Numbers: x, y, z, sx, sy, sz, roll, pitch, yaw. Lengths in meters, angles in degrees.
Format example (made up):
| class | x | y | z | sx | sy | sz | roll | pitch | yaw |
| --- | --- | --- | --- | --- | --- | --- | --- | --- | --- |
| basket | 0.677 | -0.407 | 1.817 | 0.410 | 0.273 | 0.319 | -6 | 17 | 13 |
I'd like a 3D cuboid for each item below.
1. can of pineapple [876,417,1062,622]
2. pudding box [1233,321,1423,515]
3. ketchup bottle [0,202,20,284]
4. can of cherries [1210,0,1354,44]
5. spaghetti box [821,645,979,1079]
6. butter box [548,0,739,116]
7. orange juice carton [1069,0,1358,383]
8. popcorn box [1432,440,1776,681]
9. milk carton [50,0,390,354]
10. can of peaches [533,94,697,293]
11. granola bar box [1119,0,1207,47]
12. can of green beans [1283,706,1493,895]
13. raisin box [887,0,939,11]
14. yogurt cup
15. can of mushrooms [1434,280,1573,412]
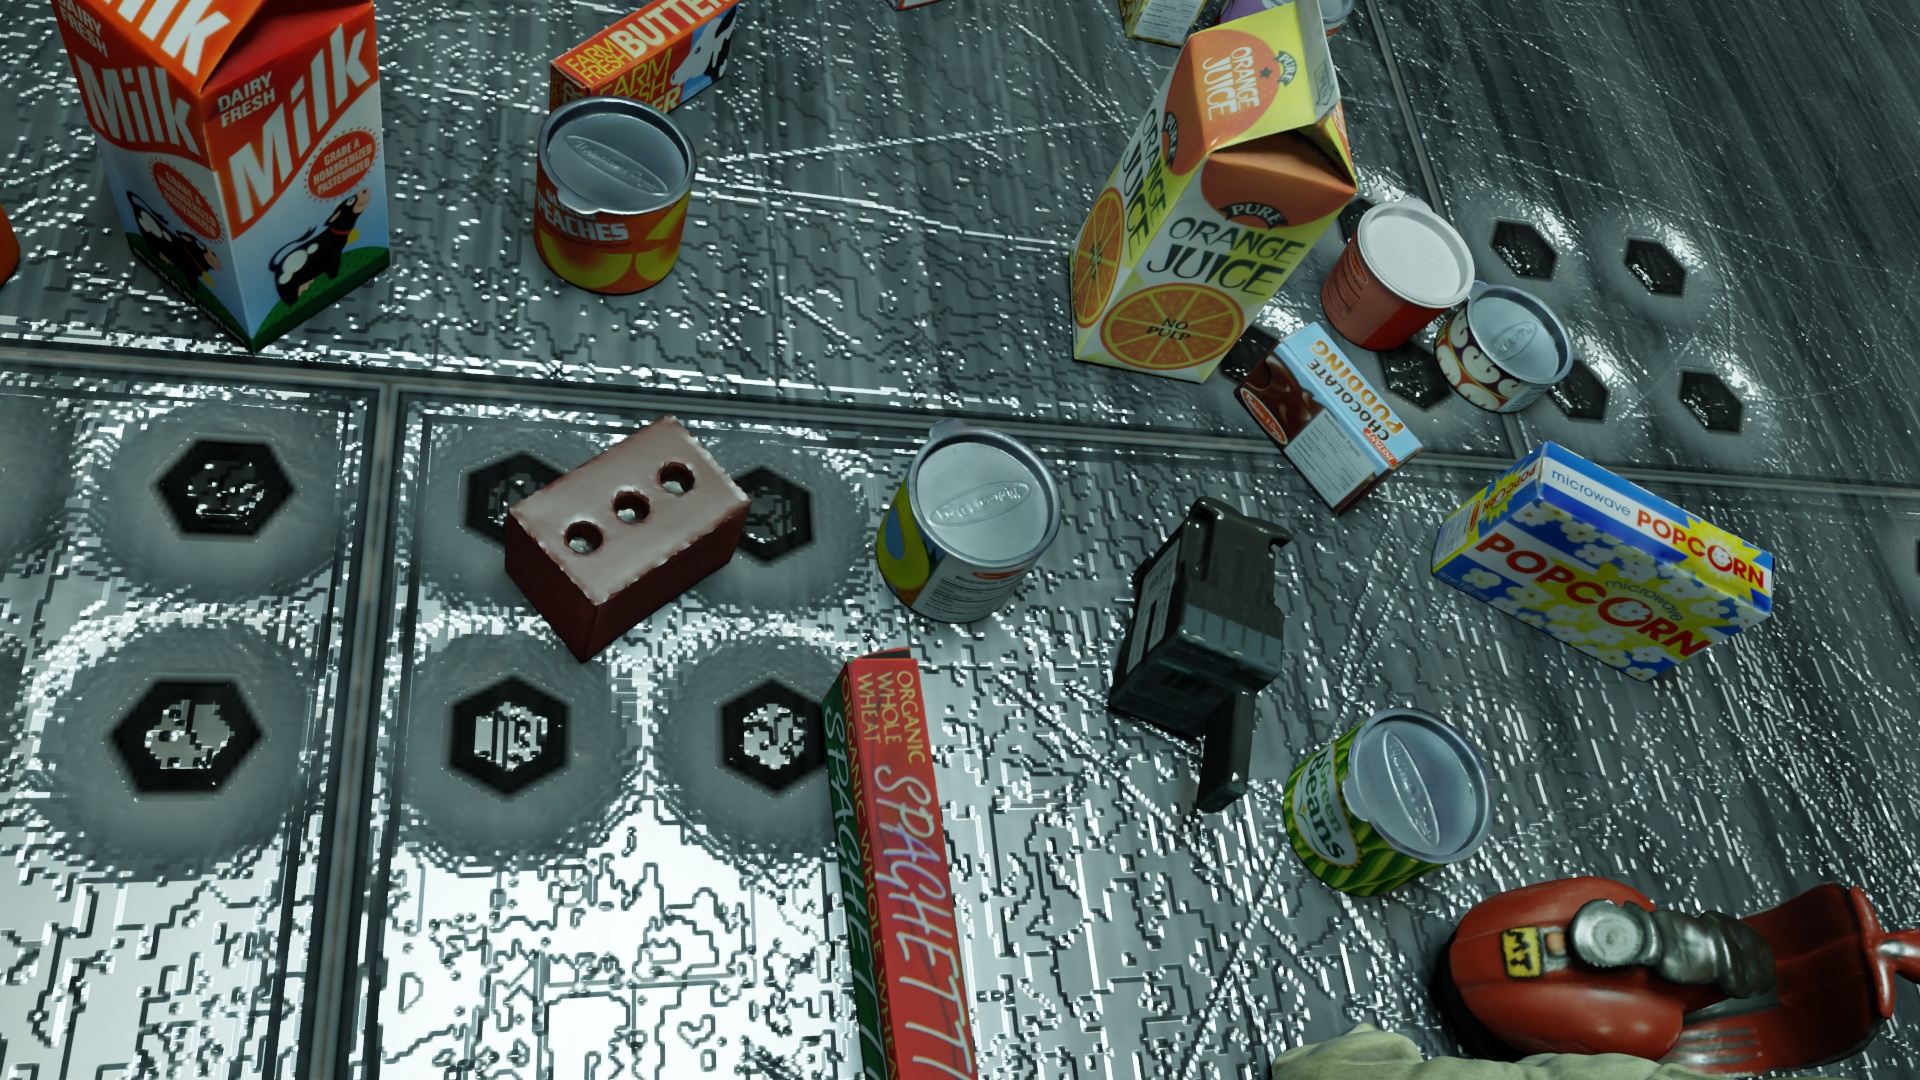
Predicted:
| class | x | y | z | sx | sy | sz | roll | pitch | yaw |
| --- | --- | --- | --- | --- | --- | --- | --- | --- | --- |
| can of pineapple | 0.002 | -0.007 | 0.588 | 0.071 | 0.057 | 0.071 | 9 | 60 | -15 |
| pudding box | 0.180 | -0.060 | 0.686 | 0.030 | 0.049 | 0.084 | -30 | 76 | -30 |
| ketchup bottle | -0.377 | -0.144 | 0.476 | 0.065 | 0.148 | 0.044 | 21 | 58 | -8 |
| can of cherries | 0.188 | -0.312 | 0.822 | 0.071 | 0.058 | 0.072 | 9 | 60 | -15 |
| spaghetti box | -0.018 | 0.162 | 0.492 | 0.029 | 0.050 | 0.251 | 0 | 62 | -20 |
| butter box | -0.149 | -0.223 | 0.657 | 0.024 | 0.053 | 0.104 | 40 | 57 | 5 |
| orange juice carton | 0.117 | -0.157 | 0.632 | 0.073 | 0.191 | 0.072 | 8 | 60 | -15 |
| popcorn box | 0.307 | 0.012 | 0.669 | 0.127 | 0.084 | 0.038 | 26 | 57 | -4 |
| milk carton | -0.262 | -0.160 | 0.500 | 0.072 | 0.189 | 0.074 | 39 | 57 | 4 |
| can of peaches | -0.155 | -0.150 | 0.612 | 0.071 | 0.057 | 0.071 | 9 | 60 | -15 |
| granola bar box | 0.124 | -0.394 | 0.806 | 0.039 | 0.123 | 0.166 | 4 | 61 | -18 |
| can of green beans | 0.179 | 0.111 | 0.585 | 0.071 | 0.057 | 0.071 | 9 | 60 | -15 |
| raisin box | -0.026 | -0.359 | 0.734 | 0.040 | 0.122 | 0.086 | -27 | 74 | -29 |
| yogurt cup | 0.231 | -0.139 | 0.744 | 0.072 | 0.053 | 0.073 | 9 | 60 | -15 |
| can of mushrooms | 0.296 | -0.107 | 0.762 | 0.071 | 0.033 | 0.071 | 9 | 60 | -15 |
